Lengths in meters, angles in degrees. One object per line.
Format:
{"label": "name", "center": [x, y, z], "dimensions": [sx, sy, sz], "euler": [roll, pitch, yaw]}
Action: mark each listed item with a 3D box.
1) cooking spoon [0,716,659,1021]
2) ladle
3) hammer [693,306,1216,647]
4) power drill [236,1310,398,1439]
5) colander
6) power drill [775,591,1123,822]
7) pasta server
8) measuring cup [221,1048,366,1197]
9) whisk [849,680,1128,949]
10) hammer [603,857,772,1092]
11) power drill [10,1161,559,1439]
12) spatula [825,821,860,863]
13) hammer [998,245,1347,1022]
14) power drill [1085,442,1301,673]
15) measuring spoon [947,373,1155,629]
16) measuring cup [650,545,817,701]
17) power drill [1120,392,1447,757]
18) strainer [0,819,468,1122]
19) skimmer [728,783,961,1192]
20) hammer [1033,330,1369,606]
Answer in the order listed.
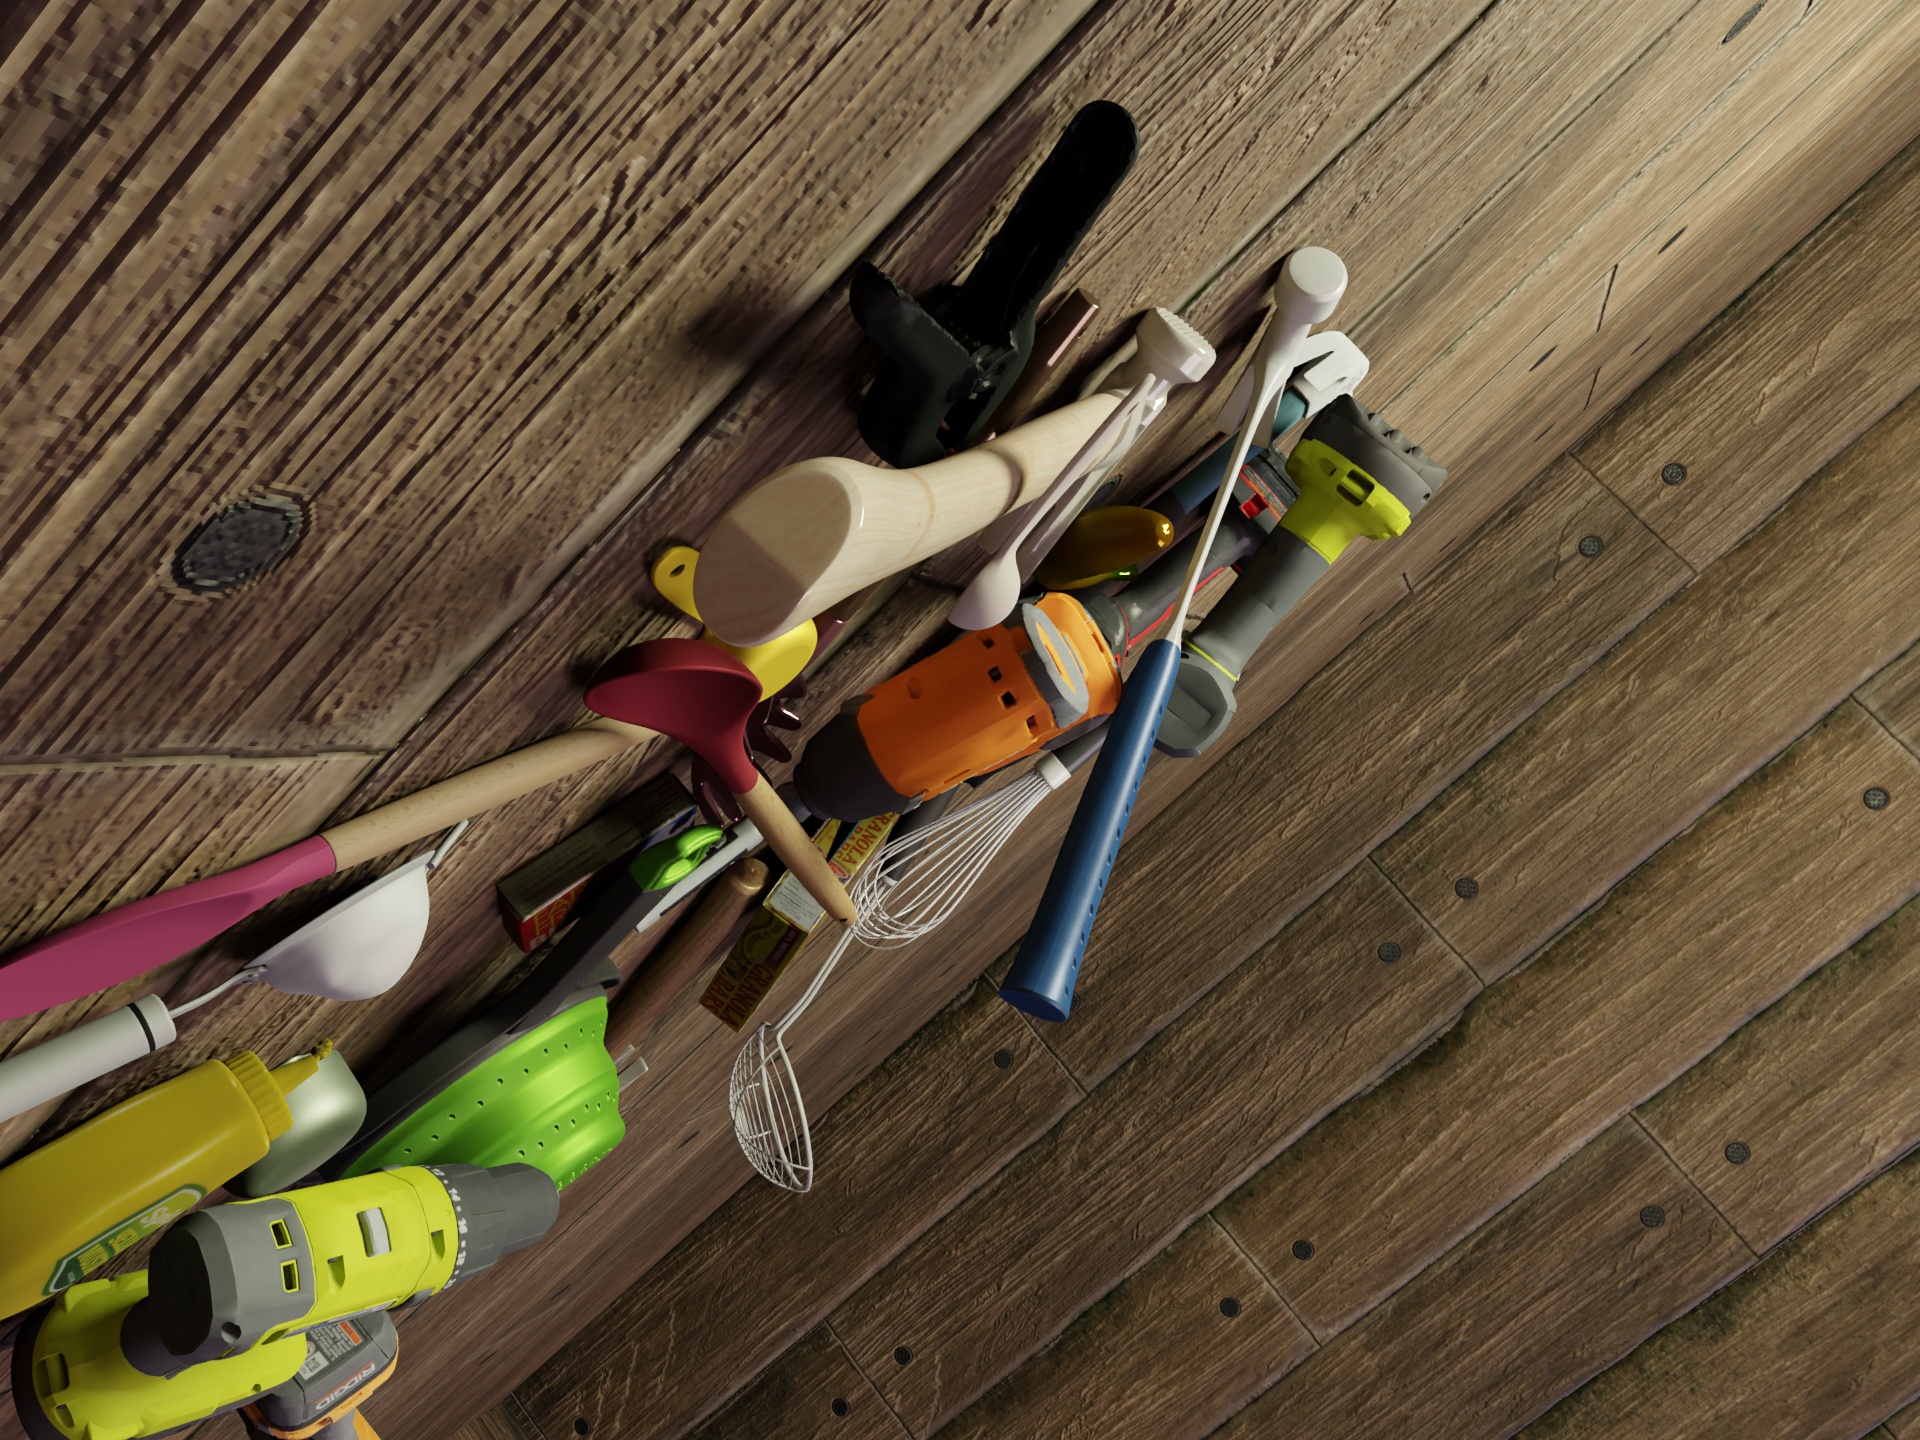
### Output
{"label": "cooking spoon", "center": [-0.214, 0.040, 0.590], "dimensions": [0.319, 0.017, 0.068], "euler": [-27, 171, -47]}
{"label": "ladle", "center": [-0.091, 0.039, 0.732], "dimensions": [0.069, 0.031, 0.315], "euler": [-9, 152, 8]}
{"label": "hammer", "center": [0.003, -0.080, 0.588], "dimensions": [0.146, 0.038, 0.411], "euler": [-50, 176, 24]}
{"label": "power drill", "center": [-0.413, 0.396, 0.978], "dimensions": [0.084, 0.185, 0.226], "euler": [-31, 145, -38]}
{"label": "colander", "center": [-0.212, 0.186, 0.845], "dimensions": [0.397, 0.094, 0.204], "euler": [-43, 171, 38]}
{"label": "power drill", "center": [-0.001, -0.003, 0.848], "dimensions": [0.164, 0.084, 0.226], "euler": [-28, 179, 14]}
{"label": "pasta server", "center": [-0.036, -0.064, 0.721], "dimensions": [0.316, 0.040, 0.060], "euler": [-48, 178, 27]}
{"label": "measuring cup", "center": [-0.347, 0.209, 0.729], "dimensions": [0.083, 0.038, 0.167], "euler": [-49, 167, 35]}
{"label": "whisk", "center": [0.036, 0.054, 1.079], "dimensions": [0.284, 0.070, 0.070], "euler": [-40, 168, -1]}
{"label": "hammer", "center": [-0.223, 0.201, 1.105], "dimensions": [0.331, 0.031, 0.130], "euler": [-49, 165, 32]}
{"label": "power drill", "center": [-0.324, 0.275, 0.767], "dimensions": [0.228, 0.080, 0.190], "euler": [-32, 160, 29]}
{"label": "spatula", "center": [0.007, 0.008, 1.090], "dimensions": [0.317, 0.044, 0.082], "euler": [-27, 158, -51]}
{"label": "hammer", "center": [0.106, -0.042, 0.802], "dimensions": [0.144, 0.035, 0.406], "euler": [103, 9, -69]}
{"label": "power drill", "center": [0.144, -0.087, 1.102], "dimensions": [0.219, 0.079, 0.143], "euler": [-36, 166, -7]}
{"label": "measuring spoon", "center": [0.037, -0.076, 0.585], "dimensions": [0.124, 0.018, 0.034], "euler": [-50, 175, 31]}
{"label": "measuring cup", "center": [-0.094, -0.038, 0.648], "dimensions": [0.062, 0.029, 0.156], "euler": [-40, 169, -2]}
{"label": "power drill", "center": [0.181, -0.080, 0.958], "dimensions": [0.223, 0.080, 0.171], "euler": [-51, 179, 7]}
{"label": "strainer", "center": [-0.283, 0.107, 0.575], "dimensions": [0.258, 0.050, 0.087], "euler": [-26, 176, -38]}
{"label": "skimmer", "center": [-0.066, 0.179, 1.188], "dimensions": [0.363, 0.090, 0.127], "euler": [-58, -152, 2]}
{"label": "hammer", "center": [0.124, -0.126, 0.994], "dimensions": [0.331, 0.033, 0.128], "euler": [-40, 169, -2]}
